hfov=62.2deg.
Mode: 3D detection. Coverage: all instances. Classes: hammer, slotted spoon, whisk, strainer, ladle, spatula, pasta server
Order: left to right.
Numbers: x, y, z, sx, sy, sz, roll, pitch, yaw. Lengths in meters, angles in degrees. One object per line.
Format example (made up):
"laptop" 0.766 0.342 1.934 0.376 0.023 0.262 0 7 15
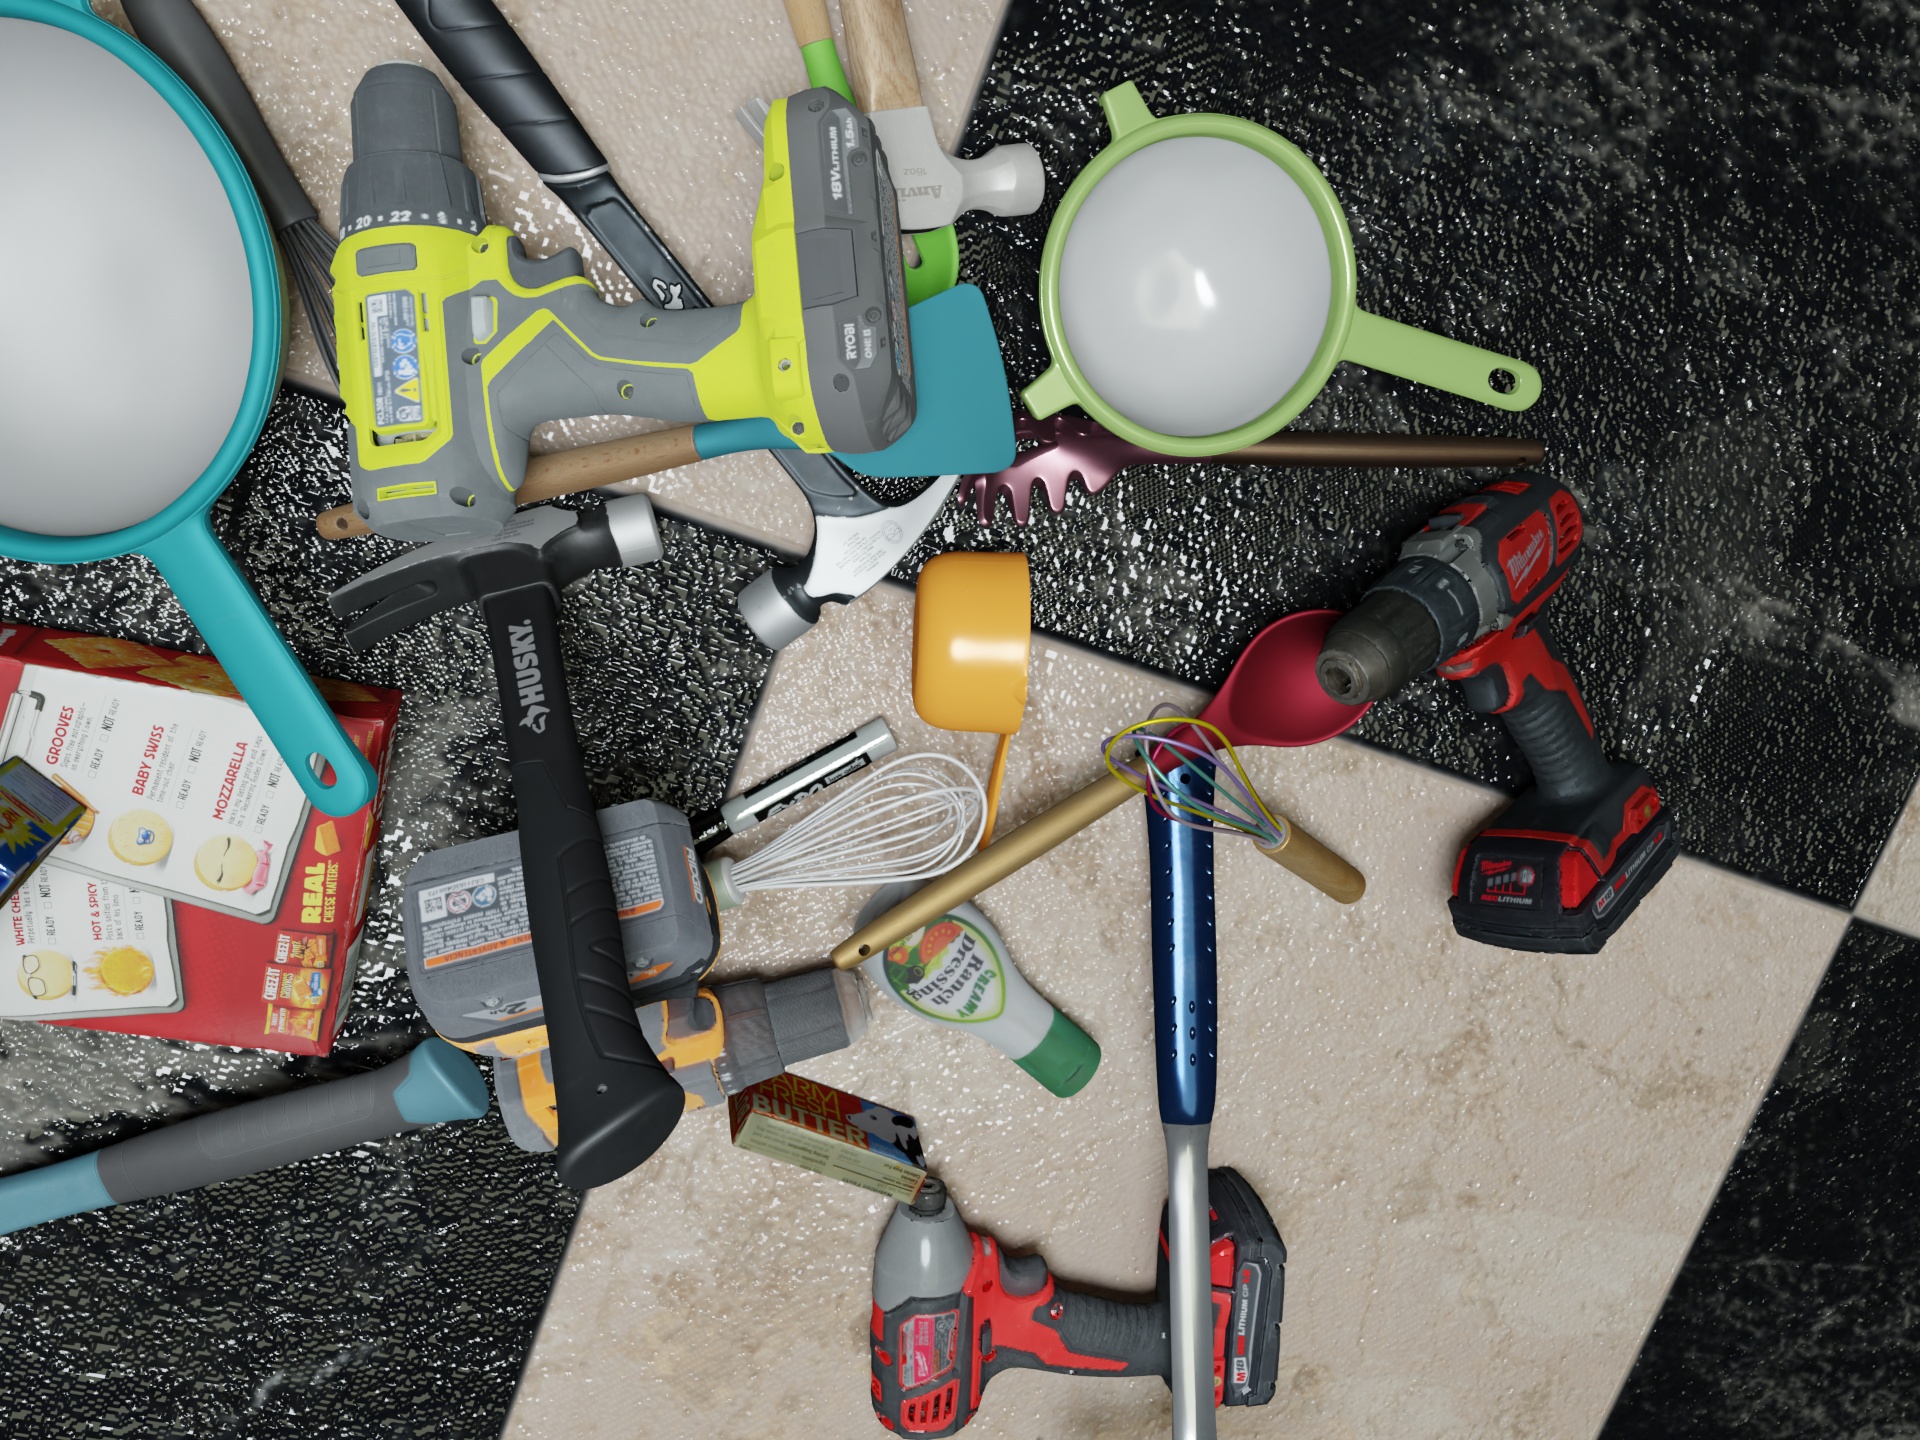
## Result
"hammer" -0.386 0.209 0.748 0.331 0.033 0.128 -16 109 2
"strainer" -0.322 -0.120 0.652 0.211 0.095 0.340 -26 102 13
"whisk" -0.282 -0.213 0.678 0.055 0.055 0.239 -31 104 -3
"hammer" -0.167 0.032 0.629 0.146 0.335 0.035 -15 138 -9
"hammer" -0.152 -0.226 0.695 0.149 0.036 0.408 -34 106 15
"spatula" -0.137 -0.118 0.706 0.317 0.044 0.082 -10 109 10
"whisk" -0.103 0.074 0.770 0.246 0.057 0.059 -19 79 9
"slotted spoon" -0.069 -0.326 0.703 0.070 0.031 0.313 -19 105 -7
"hammer" -0.054 -0.375 0.672 0.130 0.031 0.331 -16 101 -23
"ladle" 0.074 0.037 0.783 0.315 0.031 0.069 -30 104 -11
"hammer" 0.122 0.217 0.819 0.144 0.035 0.405 -1 88 -4
"whisk" 0.147 0.049 0.785 0.047 0.051 0.244 -51 137 7
"pasta server" 0.151 -0.130 0.793 0.316 0.040 0.060 -2 147 -14
"strainer" 0.153 -0.191 0.761 0.256 0.069 0.151 12 99 -15

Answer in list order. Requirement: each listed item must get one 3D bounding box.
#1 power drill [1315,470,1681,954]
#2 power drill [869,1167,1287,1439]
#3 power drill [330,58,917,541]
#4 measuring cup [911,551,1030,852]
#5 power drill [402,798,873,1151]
"power drill" 0.268 0.007 0.801 0.188 0.080 0.226 -35 110 -33
"power drill" 0.060 0.312 0.872 0.219 0.079 0.143 -1 104 -9
"power drill" -0.140 -0.179 0.637 0.228 0.080 0.190 -6 87 6
"measuring cup" -0.001 -0.002 0.782 0.052 0.095 0.173 4 123 -6
"power drill" -0.137 0.123 0.726 0.185 0.084 0.226 -14 149 -7
